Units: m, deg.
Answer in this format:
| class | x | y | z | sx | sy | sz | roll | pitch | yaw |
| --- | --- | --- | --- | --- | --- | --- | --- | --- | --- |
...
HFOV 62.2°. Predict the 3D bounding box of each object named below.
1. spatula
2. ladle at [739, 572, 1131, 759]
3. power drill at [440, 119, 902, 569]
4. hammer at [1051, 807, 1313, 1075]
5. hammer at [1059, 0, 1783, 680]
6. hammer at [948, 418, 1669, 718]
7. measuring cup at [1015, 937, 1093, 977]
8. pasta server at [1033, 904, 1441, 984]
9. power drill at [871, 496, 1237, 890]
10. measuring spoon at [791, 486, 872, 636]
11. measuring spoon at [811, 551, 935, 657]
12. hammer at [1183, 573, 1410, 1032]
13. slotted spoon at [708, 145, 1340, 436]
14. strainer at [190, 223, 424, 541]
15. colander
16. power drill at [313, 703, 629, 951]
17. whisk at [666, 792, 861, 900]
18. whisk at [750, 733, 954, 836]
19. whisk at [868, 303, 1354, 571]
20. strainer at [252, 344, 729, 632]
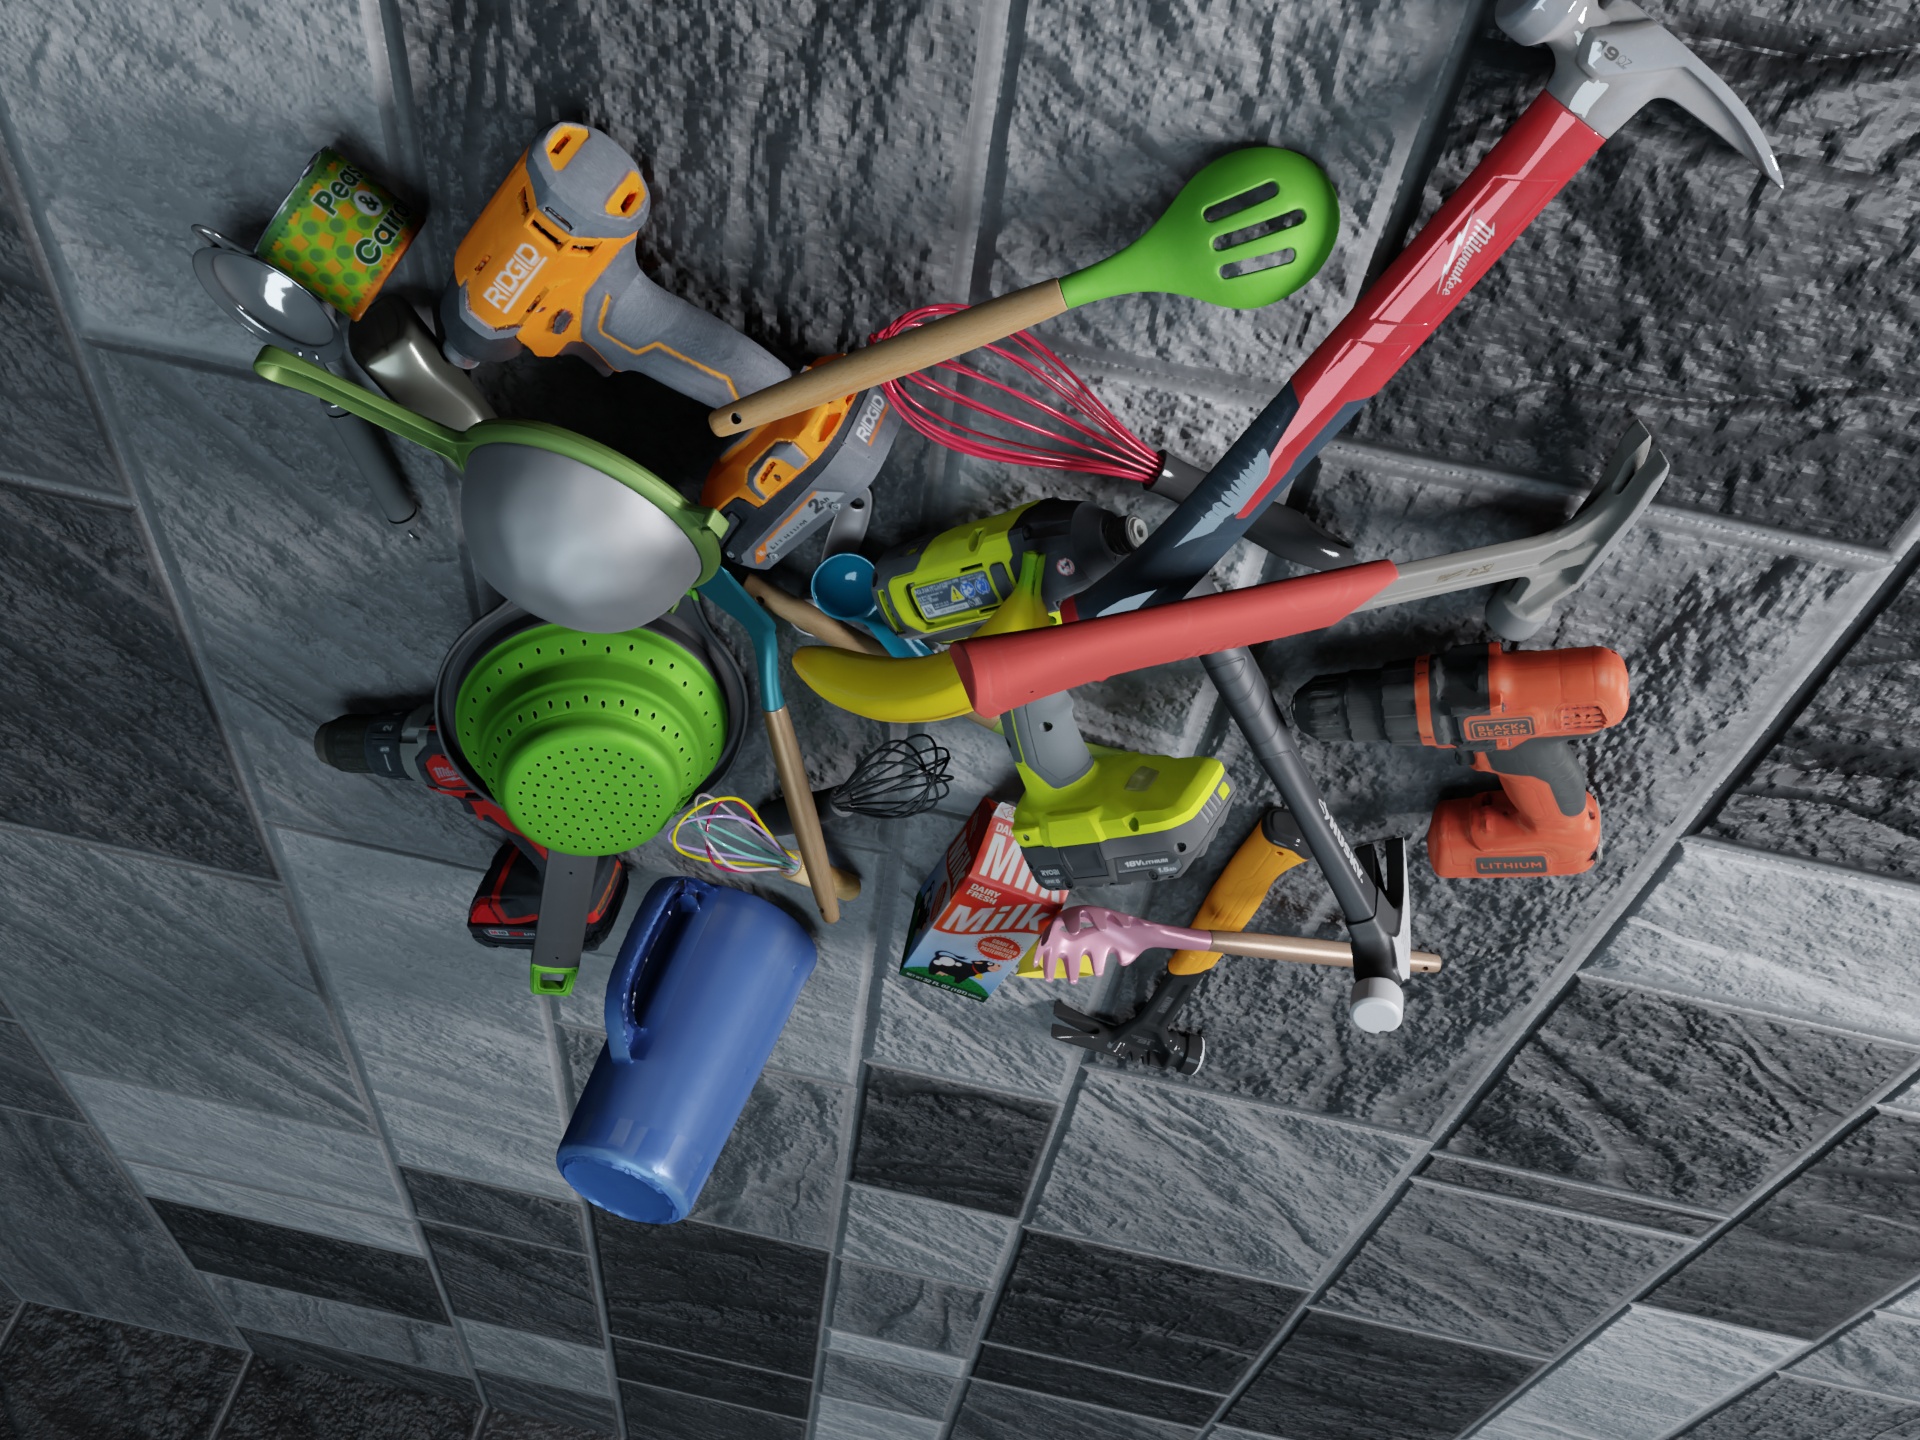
| class | x | y | z | sx | sy | sz | roll | pitch | yaw |
| --- | --- | --- | --- | --- | --- | --- | --- | --- | --- |
| spatula | -0.125 | 0.016 | 1.031 | 0.082 | 0.044 | 0.317 | 22 | 136 | 40 |
| ladle | -0.002 | -0.003 | 1.005 | 0.320 | 0.062 | 0.078 | 29 | 137 | -20 |
| power drill | -0.162 | -0.183 | 0.838 | 0.226 | 0.084 | 0.164 | 38 | 137 | -21 |
| hammer | 0.172 | 0.168 | 1.187 | 0.127 | 0.034 | 0.336 | 16 | 140 | -5 |
| hammer | 0.186 | -0.148 | 0.744 | 0.143 | 0.038 | 0.386 | 29 | 123 | -18 |
| hammer | 0.169 | -0.062 | 0.781 | 0.359 | 0.037 | 0.149 | -12 | 151 | -18 |
| measuring cup | 0.068 | 0.168 | 1.175 | 0.062 | 0.029 | 0.156 | -1 | 163 | 5 |
| pasta server | 0.199 | 0.163 | 1.115 | 0.316 | 0.040 | 0.060 | 8 | 132 | -16 |
| power drill | 0.064 | -0.017 | 0.916 | 0.171 | 0.080 | 0.223 | -11 | 115 | 39 |
| measuring spoon | -0.075 | -0.099 | 0.964 | 0.034 | 0.018 | 0.124 | 15 | 134 | -12 |
| measuring spoon | -0.040 | -0.054 | 0.965 | 0.042 | 0.021 | 0.128 | -40 | 113 | 11 |
| hammer | 0.199 | 0.026 | 0.968 | 0.035 | 0.146 | 0.334 | -18 | 120 | 29 |
| slotted spoon | 0.025 | -0.190 | 0.749 | 0.314 | 0.031 | 0.070 | -17 | 107 | 12 |
| strainer | -0.360 | -0.191 | 0.912 | 0.087 | 0.050 | 0.258 | 16 | 148 | 18 |
| colander | -0.259 | 0.082 | 1.079 | 0.204 | 0.095 | 0.396 | 7 | 129 | -16 |
| power drill | -0.362 | 0.074 | 1.194 | 0.188 | 0.080 | 0.226 | 1 | 135 | 14 |
| whisk | -0.126 | 0.095 | 1.117 | 0.051 | 0.047 | 0.244 | 18 | 172 | 27 |
| whisk | -0.082 | 0.052 | 1.089 | 0.055 | 0.055 | 0.239 | 36 | 150 | -25 |
| whisk | 0.086 | -0.140 | 0.837 | 0.295 | 0.073 | 0.073 | 22 | 140 | -18 |
| strainer | -0.255 | -0.112 | 0.836 | 0.256 | 0.069 | 0.151 | 25 | 159 | -14 |
